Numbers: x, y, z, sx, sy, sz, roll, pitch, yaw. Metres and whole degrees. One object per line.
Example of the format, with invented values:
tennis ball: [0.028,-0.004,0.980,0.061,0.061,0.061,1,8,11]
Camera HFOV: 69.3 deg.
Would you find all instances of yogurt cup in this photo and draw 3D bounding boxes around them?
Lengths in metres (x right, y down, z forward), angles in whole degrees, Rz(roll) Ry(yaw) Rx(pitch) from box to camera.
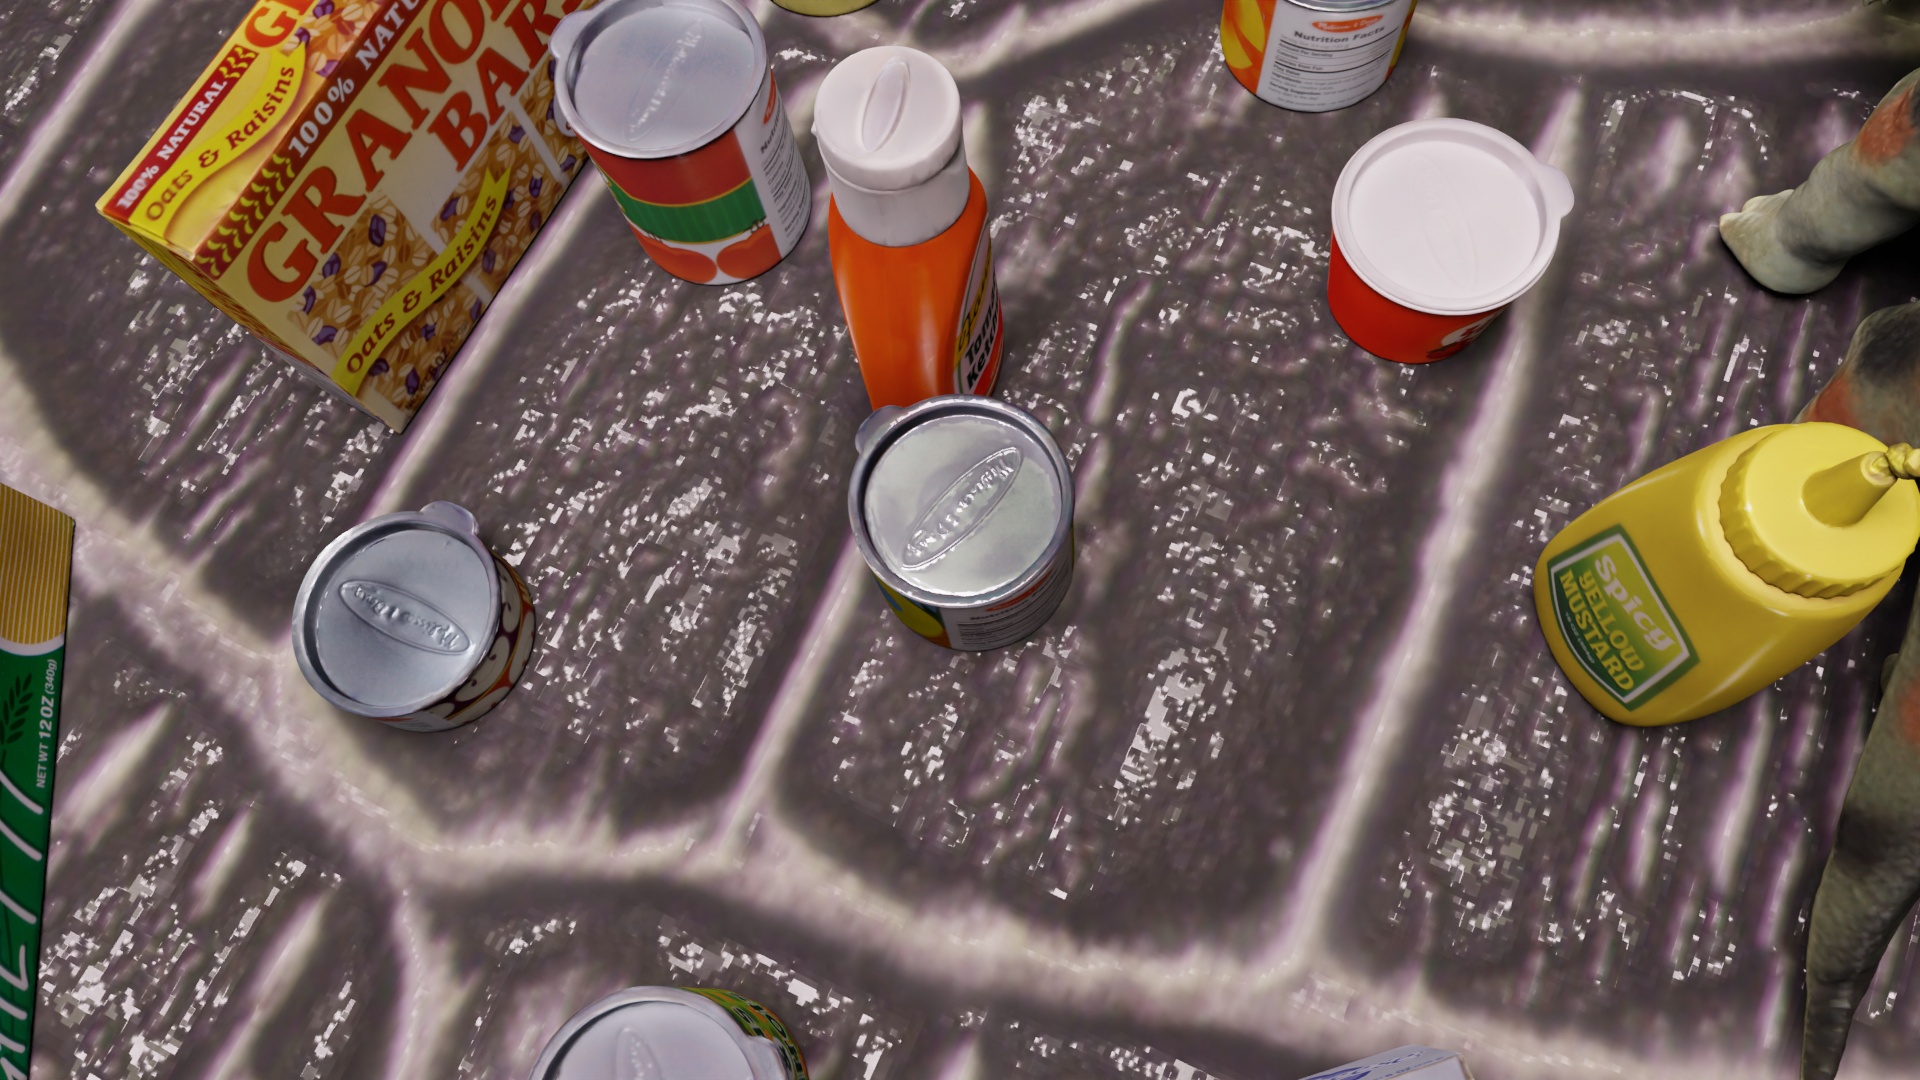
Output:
yogurt cup: [0.150,-0.092,0.447,0.072,0.053,0.072,-1,71,4]

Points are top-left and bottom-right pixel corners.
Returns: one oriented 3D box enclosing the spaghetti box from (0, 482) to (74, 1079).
spaghetti box: [-0.306,0.102,0.420,0.029,0.050,0.251,-9,71,2]

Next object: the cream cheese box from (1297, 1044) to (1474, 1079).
cream cheese box: [0.082,0.161,0.367,0.104,0.053,0.024,-18,71,-1]

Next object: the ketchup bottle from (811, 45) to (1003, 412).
ketchup bottle: [-0.013,-0.083,0.407,0.043,0.148,0.065,12,73,8]

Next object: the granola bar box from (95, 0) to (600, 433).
granola bar box: [-0.178,-0.133,0.450,0.039,0.124,0.166,25,75,12]

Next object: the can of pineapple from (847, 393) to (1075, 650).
can of pineapple: [0.002,-0.005,0.427,0.071,0.057,0.071,-1,71,4]

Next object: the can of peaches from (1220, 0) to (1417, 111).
can of peaches: [0.126,-0.194,0.482,0.071,0.058,0.071,-1,71,4]

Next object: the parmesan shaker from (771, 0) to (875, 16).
parmesan shaker: [-0.058,-0.245,0.490,0.071,0.102,0.071,-1,72,4]

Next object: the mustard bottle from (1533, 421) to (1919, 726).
mustard bottle: [0.196,0.005,0.354,0.049,0.159,0.065,-23,71,-3]

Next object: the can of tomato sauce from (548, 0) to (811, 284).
can of tomato sauce: [-0.091,-0.134,0.465,0.071,0.083,0.071,-1,72,4]

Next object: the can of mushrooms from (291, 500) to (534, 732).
can of mushrooms: [-0.172,0.025,0.444,0.071,0.033,0.071,-1,71,4]

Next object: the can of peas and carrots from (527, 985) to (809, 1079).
can of peas and carrots: [-0.076,0.155,0.379,0.071,0.058,0.071,-1,71,4]
